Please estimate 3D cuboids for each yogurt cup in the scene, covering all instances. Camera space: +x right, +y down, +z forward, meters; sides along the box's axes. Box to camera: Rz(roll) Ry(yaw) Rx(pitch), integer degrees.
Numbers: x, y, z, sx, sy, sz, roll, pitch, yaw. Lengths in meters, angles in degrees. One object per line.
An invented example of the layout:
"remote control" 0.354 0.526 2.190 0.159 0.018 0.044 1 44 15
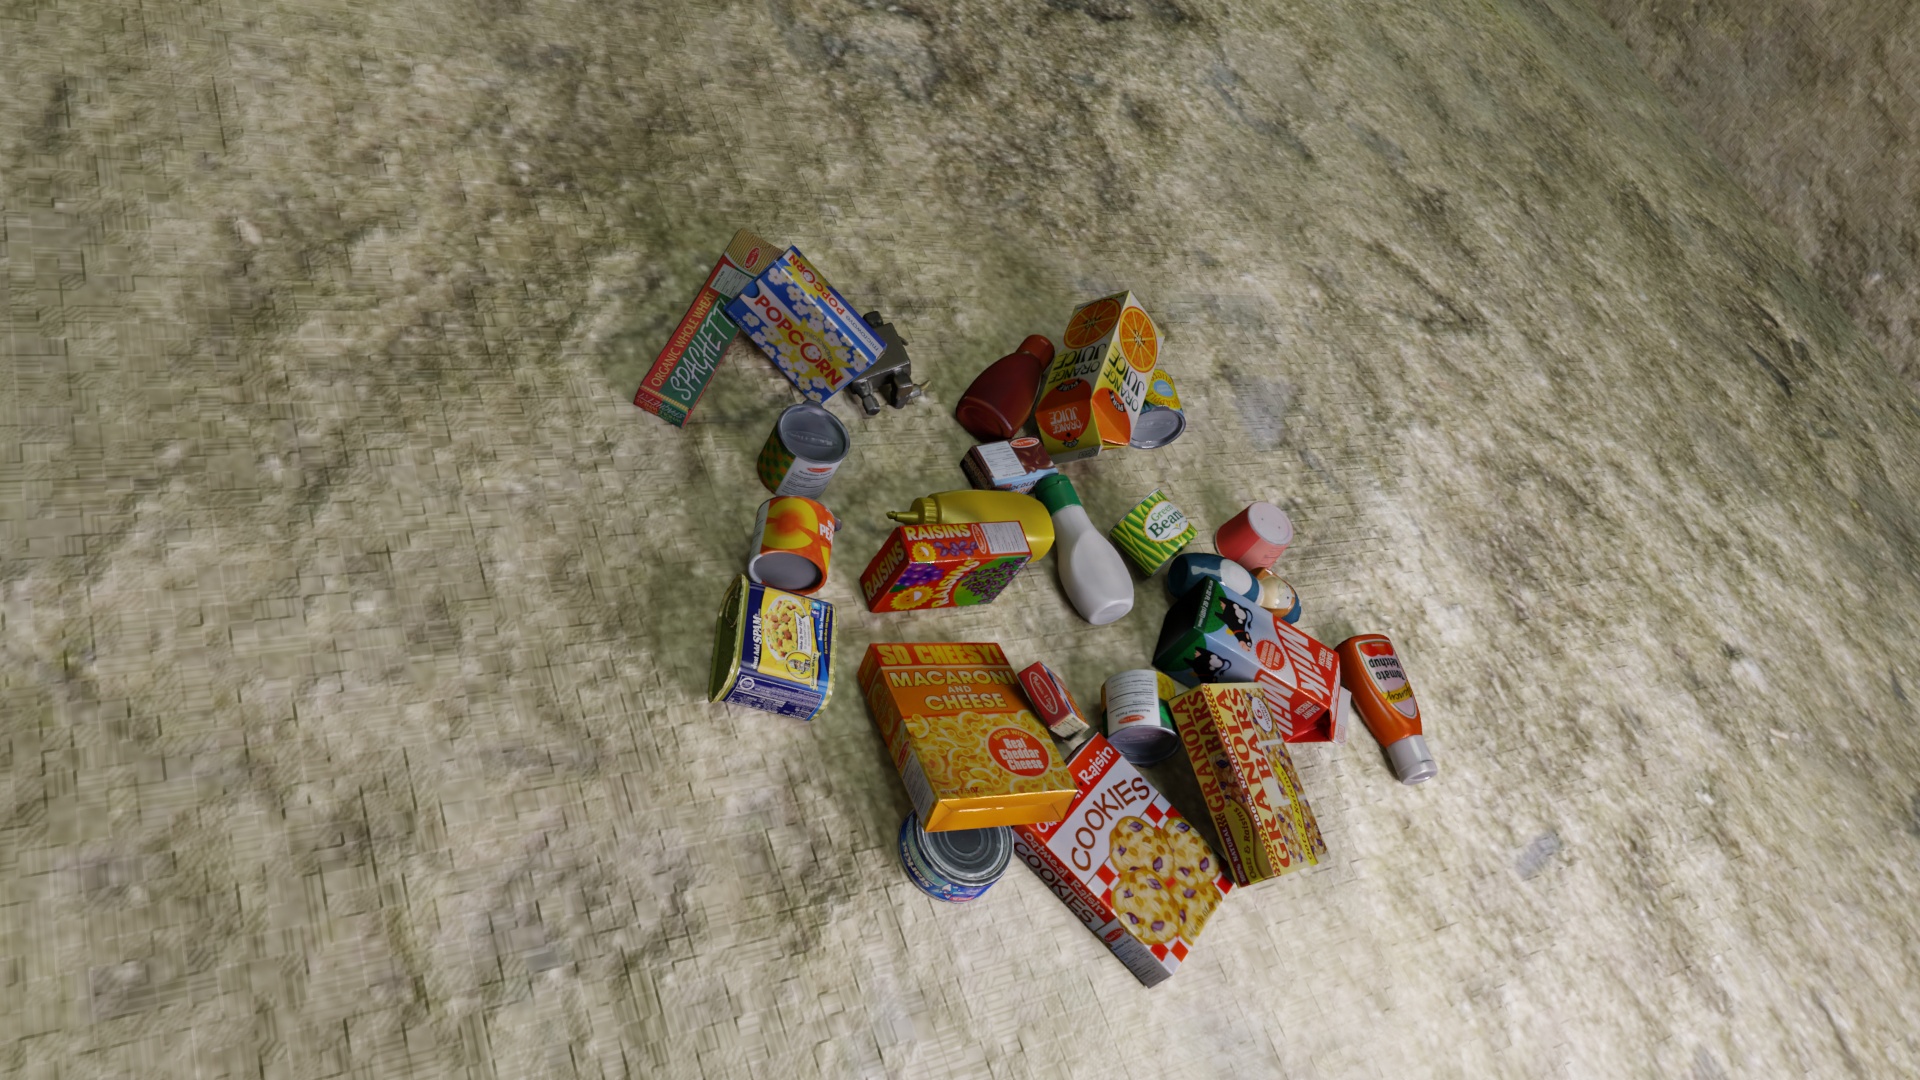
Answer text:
"yogurt cup" 0.301 -0.003 1.413 0.072 0.053 0.073 15 50 -19

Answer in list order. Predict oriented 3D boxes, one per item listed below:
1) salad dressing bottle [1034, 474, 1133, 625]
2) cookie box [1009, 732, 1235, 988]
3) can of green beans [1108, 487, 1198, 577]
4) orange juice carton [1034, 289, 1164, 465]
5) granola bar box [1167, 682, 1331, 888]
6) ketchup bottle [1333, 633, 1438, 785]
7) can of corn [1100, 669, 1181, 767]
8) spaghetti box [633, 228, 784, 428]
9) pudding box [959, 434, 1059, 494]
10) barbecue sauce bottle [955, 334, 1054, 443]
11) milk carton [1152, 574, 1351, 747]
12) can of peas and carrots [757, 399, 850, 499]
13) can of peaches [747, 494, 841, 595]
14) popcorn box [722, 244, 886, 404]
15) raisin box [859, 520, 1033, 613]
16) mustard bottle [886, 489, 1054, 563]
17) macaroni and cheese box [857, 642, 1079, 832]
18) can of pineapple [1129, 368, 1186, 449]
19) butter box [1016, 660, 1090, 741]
"salad dressing bottle" 0.113 0.007 1.304 0.064 0.043 0.148 -5 58 -31
"cookie box" 0.130 0.255 1.124 0.167 0.040 0.123 45 47 6
"can of green beans" 0.187 -0.007 1.340 0.058 0.071 0.071 48 47 10
"orange juice carton" 0.135 -0.152 1.388 0.073 0.071 0.193 45 51 -34
"granola bar box" 0.246 0.205 1.187 0.124 0.039 0.166 7 59 -54
"ketchup bottle" 0.420 0.165 1.360 0.065 0.043 0.149 2 56 -30
"can of corn" 0.156 0.154 1.201 0.071 0.070 0.058 16 49 -19
"spaghetti box" -0.227 -0.199 1.272 0.050 0.028 0.251 28 47 -9
"pudding box" 0.047 -0.069 1.332 0.084 0.030 0.050 -13 63 -37
"barbecue sauce bottle" 0.052 -0.157 1.393 0.065 0.043 0.149 36 45 -1
"milk carton" 0.283 0.121 1.293 0.190 0.073 0.073 30 46 -7
"can of peas and carrots" -0.138 -0.078 1.211 0.071 0.058 0.071 16 49 -19
"can of peaches" -0.136 0.005 1.141 0.071 0.071 0.058 19 49 -17
"popcorn box" -0.140 -0.193 1.259 0.126 0.085 0.038 46 42 -15
"raisin box" -0.013 0.022 1.188 0.124 0.085 0.040 -3 60 -32
"mustard bottle" 0.004 -0.016 1.253 0.160 0.048 0.065 6 46 -26
"macaroni and cheese box" 0.002 0.151 1.097 0.124 0.040 0.167 2 38 -29
"can of pineapple" 0.197 -0.138 1.445 0.071 0.070 0.058 8 52 -26
"butter box" 0.078 0.135 1.154 0.053 0.024 0.103 59 5 19
